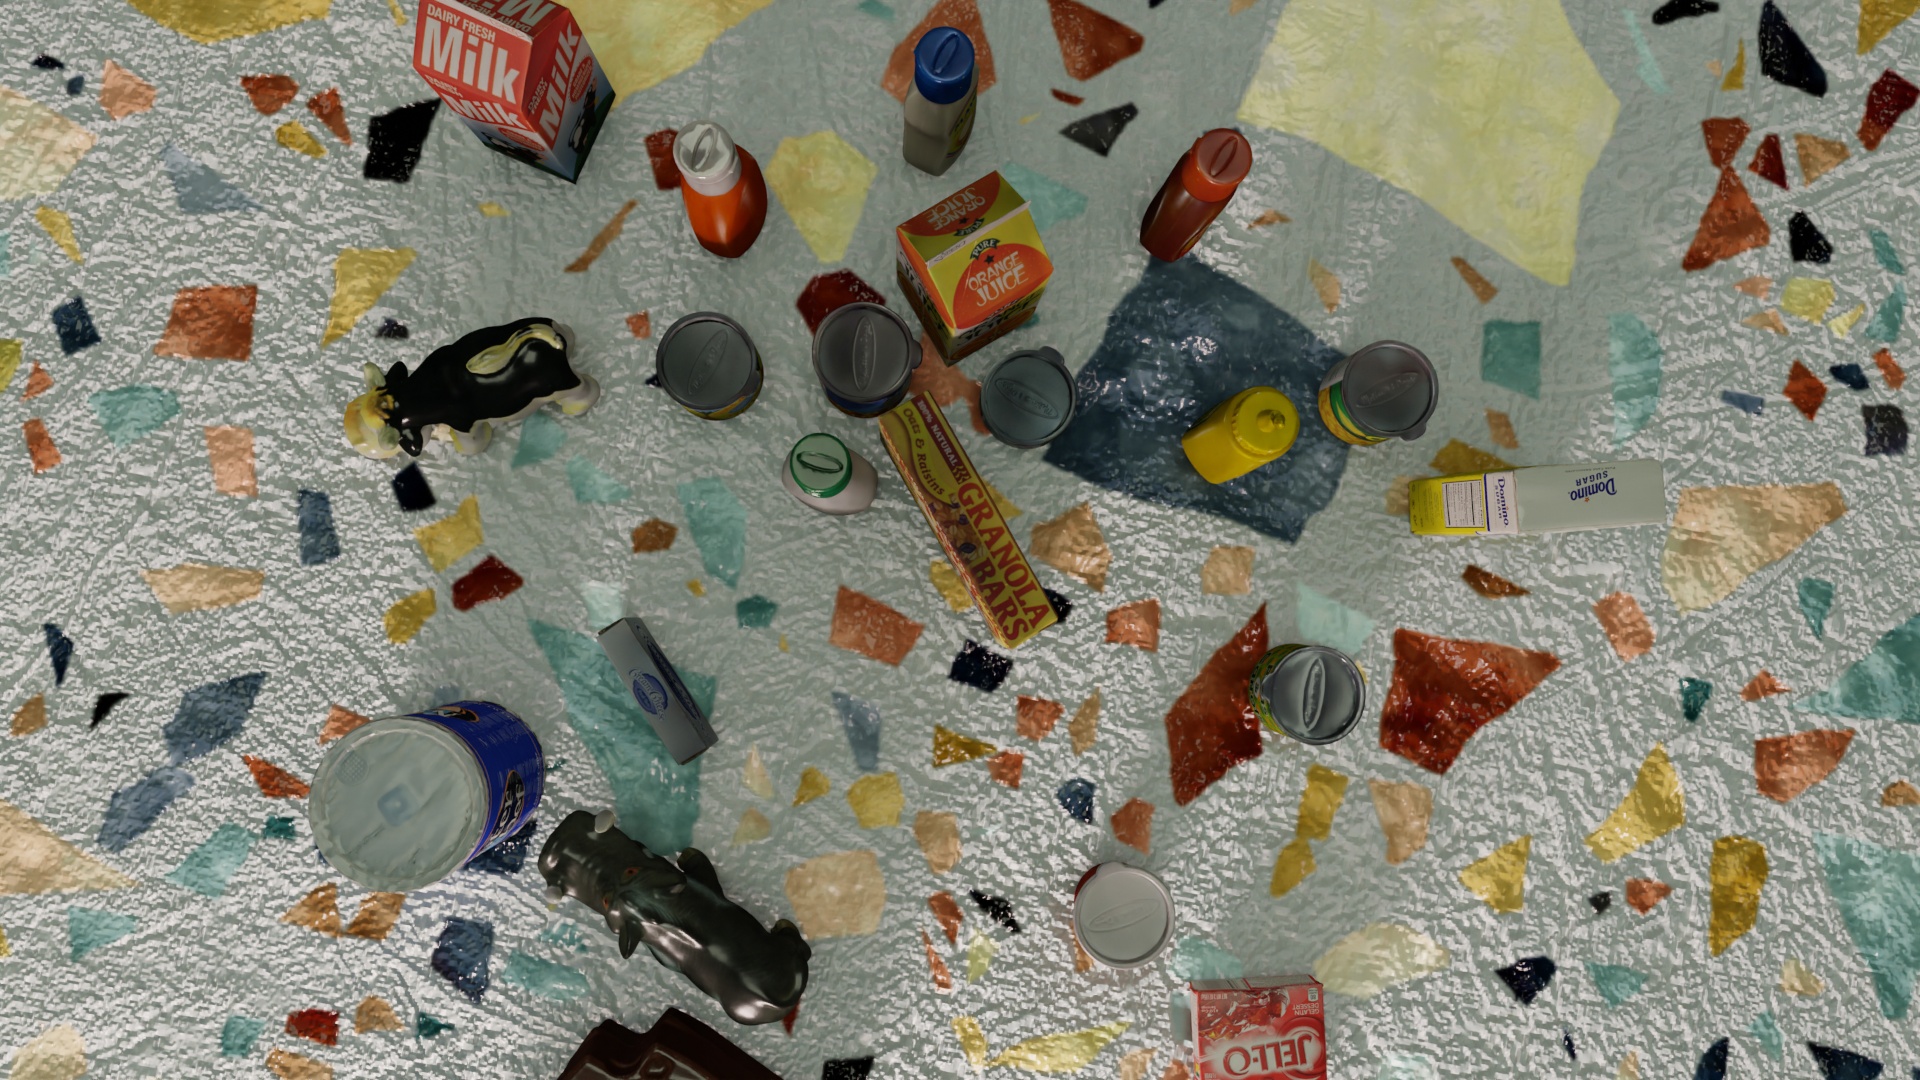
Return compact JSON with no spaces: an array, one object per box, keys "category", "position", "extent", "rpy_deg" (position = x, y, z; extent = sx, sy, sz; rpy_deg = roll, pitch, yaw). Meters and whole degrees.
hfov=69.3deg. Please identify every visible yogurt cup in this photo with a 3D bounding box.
[{"category":"yogurt cup","position":[0.107,0.248,0.935],"extent":[0.072,0.054,0.072],"rpy_deg":[0,87,-3]}]

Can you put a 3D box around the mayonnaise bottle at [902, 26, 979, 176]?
[{"category":"mayonnaise bottle","position":[-0.012,-0.290,0.910],"extent":[0.041,0.148,0.065],"rpy_deg":[28,87,-1]}]

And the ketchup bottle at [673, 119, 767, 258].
[{"category":"ketchup bottle","position":[-0.155,-0.230,0.900],"extent":[0.043,0.148,0.065],"rpy_deg":[20,87,-2]}]

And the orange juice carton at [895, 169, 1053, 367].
[{"category":"orange juice carton","position":[0.007,-0.172,0.883],"extent":[0.072,0.192,0.073],"rpy_deg":[-30,89,-3]}]

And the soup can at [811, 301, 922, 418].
[{"category":"soup can","position":[-0.062,-0.119,0.931],"extent":[0.071,0.083,0.071],"rpy_deg":[0,87,-3]}]

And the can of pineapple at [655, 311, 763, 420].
[{"category":"can of pineapple","position":[-0.167,-0.115,0.939],"extent":[0.071,0.058,0.071],"rpy_deg":[0,87,-3]}]

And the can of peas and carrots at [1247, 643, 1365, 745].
[{"category":"can of peas and carrots","position":[0.232,0.103,0.946],"extent":[0.071,0.058,0.071],"rpy_deg":[0,87,-3]}]

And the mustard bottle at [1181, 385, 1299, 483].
[{"category":"mustard bottle","position":[0.188,-0.073,0.902],"extent":[0.065,0.160,0.049],"rpy_deg":[-36,90,-3]}]

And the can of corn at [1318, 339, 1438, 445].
[{"category":"can of corn","position":[0.288,-0.098,0.959],"extent":[0.071,0.058,0.071],"rpy_deg":[0,87,-3]}]

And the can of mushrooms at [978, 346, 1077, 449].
[{"category":"can of mushrooms","position":[0.047,-0.099,0.961],"extent":[0.071,0.033,0.071],"rpy_deg":[0,87,-3]}]

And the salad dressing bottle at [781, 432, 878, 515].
[{"category":"salad dressing bottle","position":[-0.086,-0.043,0.894],"extent":[0.064,0.147,0.044],"rpy_deg":[15,87,-2]}]

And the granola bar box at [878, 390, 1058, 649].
[{"category":"granola bar box","position":[0.003,-0.011,0.908],"extent":[0.039,0.124,0.165],"rpy_deg":[-30,89,-3]}]

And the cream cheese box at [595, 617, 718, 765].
[{"category":"cream cheese box","position":[-0.202,0.100,0.929],"extent":[0.024,0.053,0.104],"rpy_deg":[-33,89,-3]}]

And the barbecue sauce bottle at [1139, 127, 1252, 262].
[{"category":"barbecue sauce bottle","position":[0.156,-0.230,0.915],"extent":[0.044,0.148,0.065],"rpy_deg":[33,87,-1]}]

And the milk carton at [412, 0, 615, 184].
[{"category":"milk carton","position":[-0.281,-0.297,0.877],"extent":[0.072,0.190,0.073],"rpy_deg":[23,87,-1]}]
